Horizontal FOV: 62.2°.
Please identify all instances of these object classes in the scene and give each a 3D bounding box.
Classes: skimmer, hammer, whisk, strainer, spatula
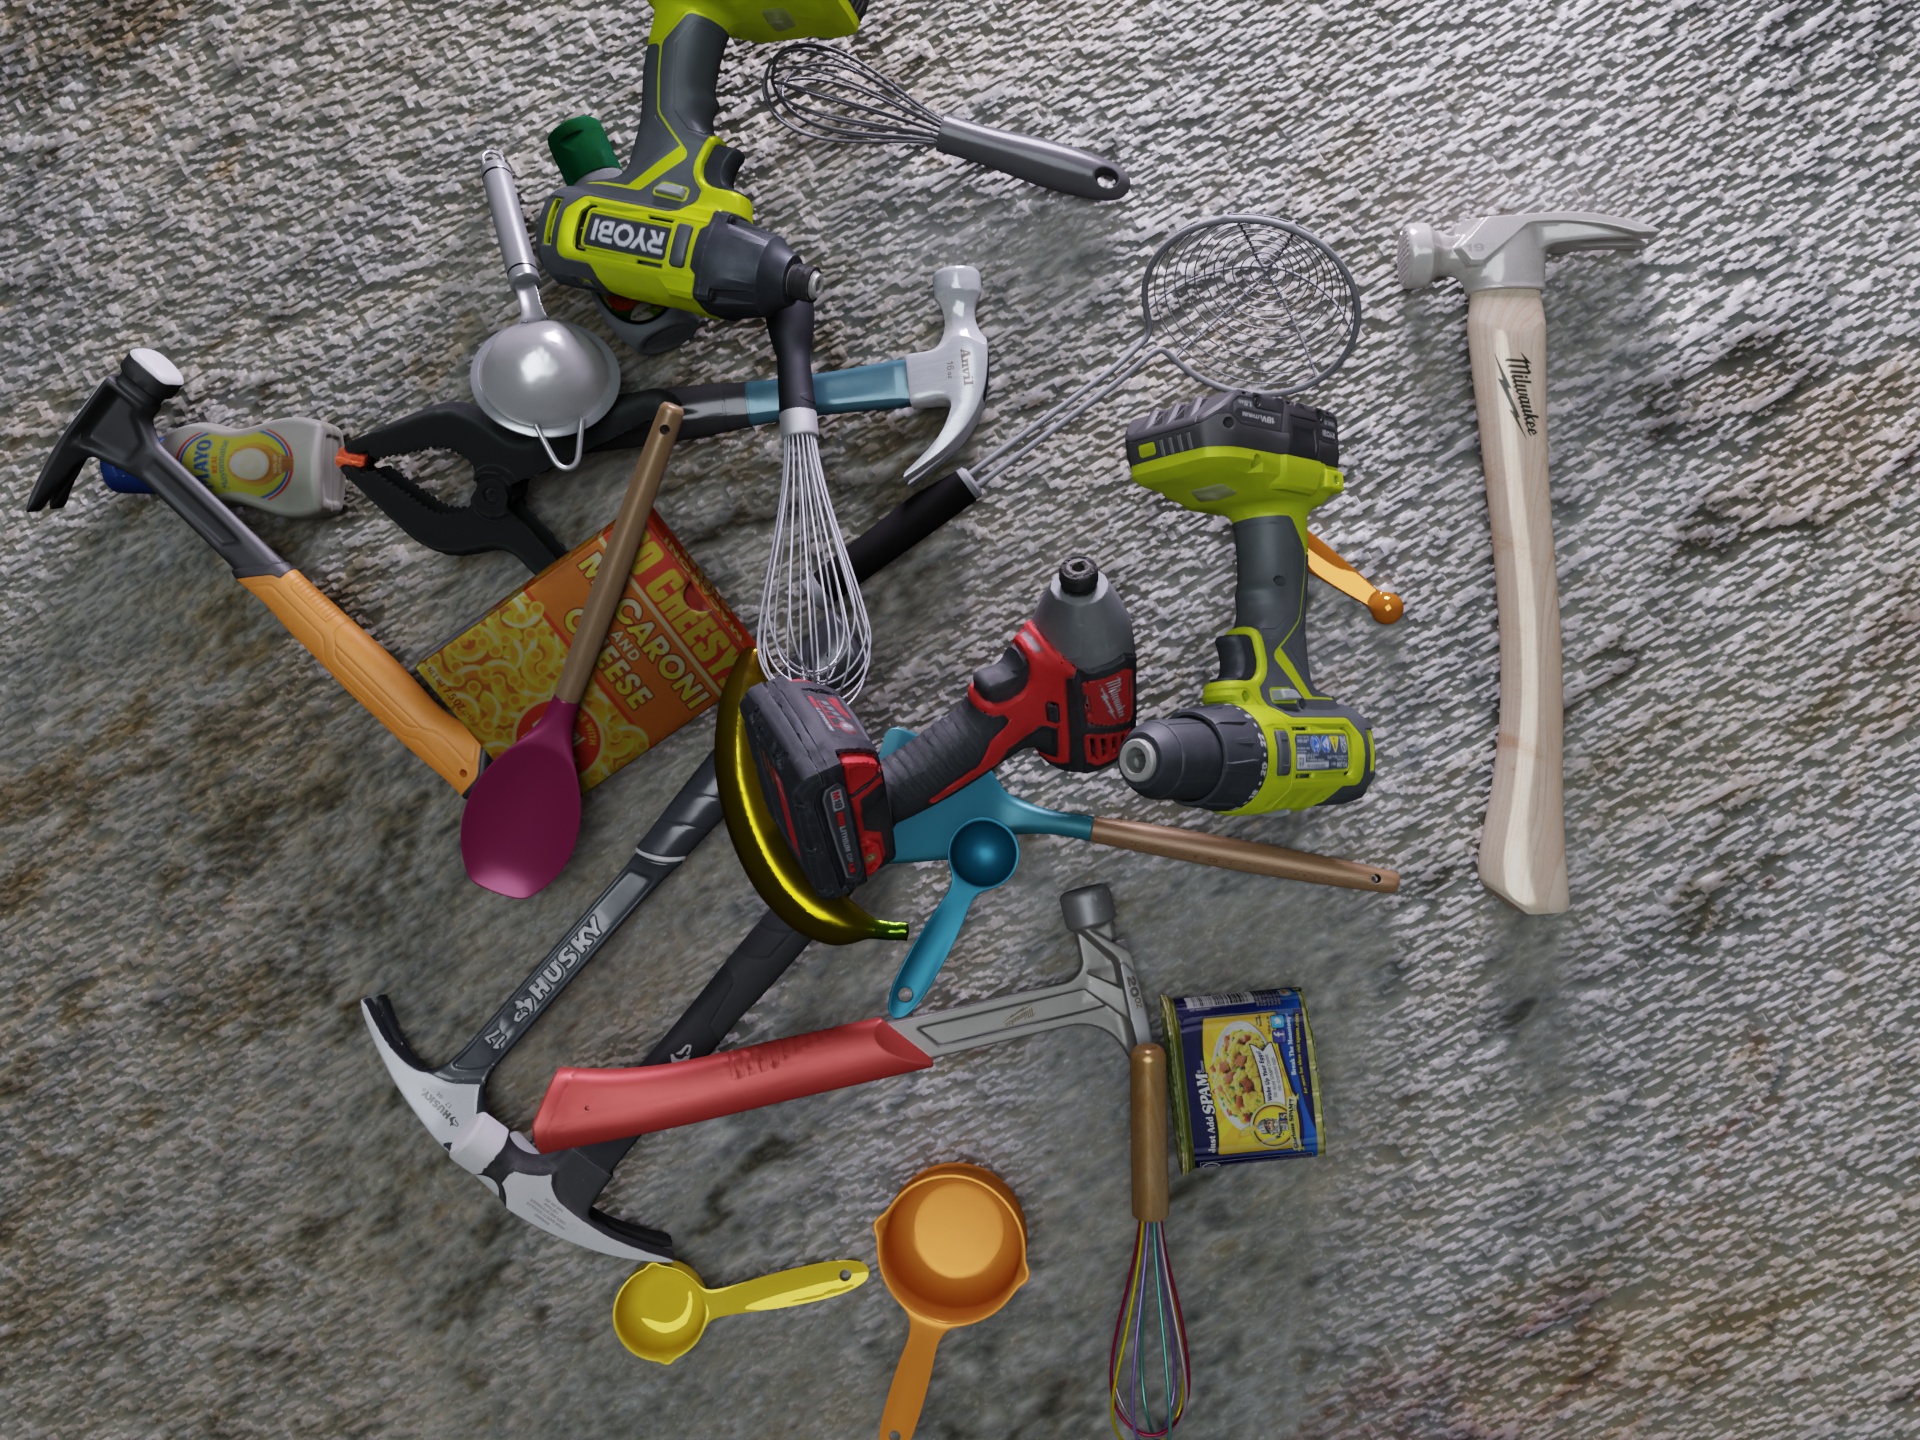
[{"bbox_3d":[0.061,-0.165,0.941,0.363,0.090,0.127,-35,125,7],"label":"skimmer"},{"bbox_3d":[-0.422,-0.070,0.992,0.337,0.034,0.127,44,104,-3],"label":"hammer"},{"bbox_3d":[-0.009,-0.365,0.981,0.239,0.055,0.055,18,90,2],"label":"whisk"},{"bbox_3d":[-0.092,-0.143,0.941,0.070,0.070,0.285,-6,80,6],"label":"whisk"},{"bbox_3d":[-0.066,0.206,0.931,0.359,0.036,0.149,-12,86,-8],"label":"hammer"},{"bbox_3d":[-0.265,-0.263,0.964,0.087,0.050,0.259,-12,60,-16],"label":"strainer"},{"bbox_3d":[0.104,0.071,0.951,0.317,0.044,0.082,9,84,5],"label":"spatula"},{"bbox_3d":[-0.203,0.094,0.986,0.149,0.036,0.409,41,92,7],"label":"hammer"},{"bbox_3d":[-0.145,-0.197,0.992,0.331,0.033,0.128,-6,86,6],"label":"hammer"},{"bbox_3d":[0.108,0.309,0.921,0.047,0.051,0.245,-2,96,-1],"label":"whisk"},{"bbox_3d":[-0.141,0.176,0.963,0.146,0.035,0.335,42,86,-15],"label":"hammer"},{"bbox_3d":[0.342,-0.093,0.937,0.146,0.038,0.411,-2,88,4],"label":"hammer"}]

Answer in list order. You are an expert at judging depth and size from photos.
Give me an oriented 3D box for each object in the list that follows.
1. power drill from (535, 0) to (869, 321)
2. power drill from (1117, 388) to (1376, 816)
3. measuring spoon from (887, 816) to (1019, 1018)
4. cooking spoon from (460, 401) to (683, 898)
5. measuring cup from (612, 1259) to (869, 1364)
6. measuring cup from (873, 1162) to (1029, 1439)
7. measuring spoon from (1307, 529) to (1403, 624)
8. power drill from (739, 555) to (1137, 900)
[{"bbox_3d":[-0.139,-0.349,0.927,0.171,0.080,0.223,15,91,15],"label":"power drill"},{"bbox_3d":[0.152,-0.059,0.885,0.080,0.190,0.228,-8,84,45],"label":"power drill"},{"bbox_3d":[-0.009,0.115,0.926,0.042,0.021,0.128,29,87,-5],"label":"measuring spoon"},{"bbox_3d":[-0.222,-0.036,0.933,0.068,0.017,0.319,22,105,-8],"label":"cooking spoon"},{"bbox_3d":[-0.134,0.351,0.978,0.156,0.029,0.062,-9,88,-6],"label":"measuring cup"},{"bbox_3d":[-0.015,0.349,0.949,0.095,0.052,0.173,17,91,6],"label":"measuring cup"},{"bbox_3d":[0.218,-0.097,0.961,0.117,0.011,0.021,37,92,6],"label":"measuring spoon"},{"bbox_3d":[-0.001,-0.003,0.876,0.219,0.143,0.079,-24,50,-15],"label":"power drill"}]
